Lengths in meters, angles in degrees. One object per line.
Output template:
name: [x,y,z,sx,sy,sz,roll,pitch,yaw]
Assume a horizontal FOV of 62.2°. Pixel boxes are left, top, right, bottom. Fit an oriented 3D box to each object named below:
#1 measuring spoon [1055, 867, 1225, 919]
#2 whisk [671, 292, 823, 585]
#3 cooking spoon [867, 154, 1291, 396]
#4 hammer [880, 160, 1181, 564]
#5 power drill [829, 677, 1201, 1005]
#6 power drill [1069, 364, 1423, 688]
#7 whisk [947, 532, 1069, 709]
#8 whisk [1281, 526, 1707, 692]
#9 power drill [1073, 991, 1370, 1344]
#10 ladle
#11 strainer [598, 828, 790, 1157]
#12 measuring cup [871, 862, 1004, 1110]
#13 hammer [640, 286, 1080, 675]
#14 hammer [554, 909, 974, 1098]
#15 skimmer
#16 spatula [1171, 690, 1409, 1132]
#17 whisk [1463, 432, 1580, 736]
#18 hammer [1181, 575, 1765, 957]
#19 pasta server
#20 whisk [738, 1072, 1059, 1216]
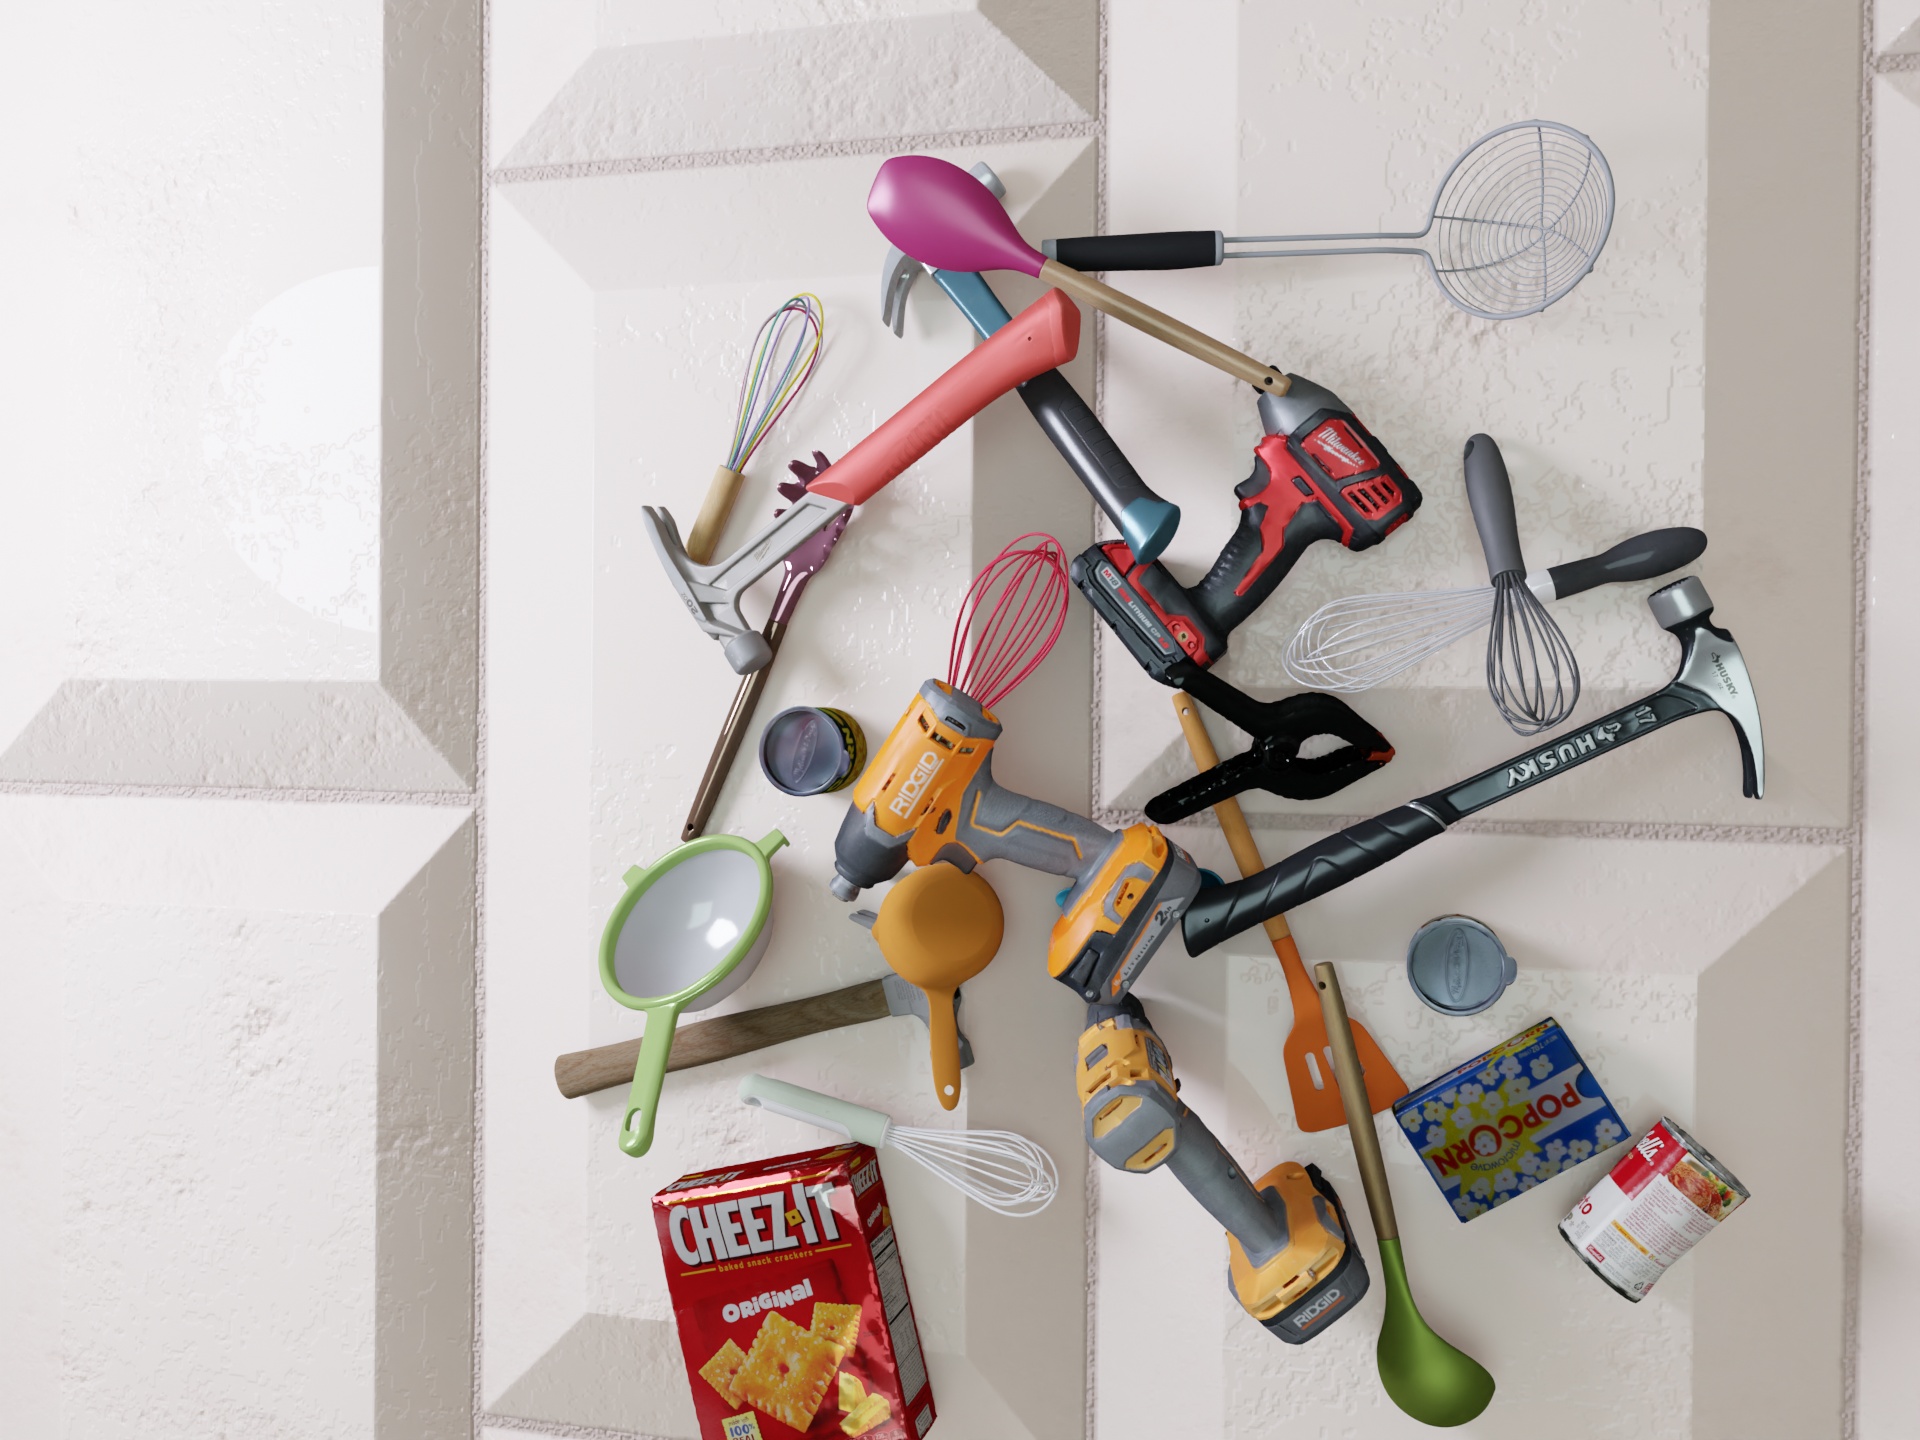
measuring spoon: [0.131,0.127,1.144,0.128,0.021,0.042,-3,91,23]
whisk: [-0.162,-0.208,1.202,0.047,0.051,0.245,26,100,7]
cooking spoon: [0.079,-0.296,1.080,0.319,0.017,0.068,28,112,6]
hammer: [0.051,-0.242,1.110,0.128,0.033,0.331,-38,66,12]
power drill: [0.029,0.097,1.081,0.226,0.084,0.164,33,99,-5]
power drill: [0.189,-0.134,1.097,0.219,0.078,0.143,-39,81,9]
whisk: [-0.002,-0.004,1.131,0.073,0.073,0.295,33,114,12]
whisk: [0.355,-0.080,1.066,0.284,0.070,0.070,-17,86,9]
power drill: [0.163,0.286,1.074,0.084,0.185,0.226,-43,100,11]
ladle: [0.289,0.318,1.073,0.078,0.062,0.320,-16,86,48]
strainer: [-0.194,0.203,1.146,0.151,0.069,0.257,-15,45,24]
measuring cup: [-0.009,0.186,1.127,0.095,0.052,0.174,0,72,-15]
hammer: [-0.068,-0.187,1.121,0.359,0.036,0.149,-35,80,23]
hammer: [-0.160,0.233,1.208,0.331,0.031,0.130,-16,87,14]
skimmer: [0.235,-0.325,1.055,0.363,0.090,0.127,-1,91,5]
spatula: [0.216,0.130,1.118,0.081,0.041,0.323,-23,81,12]
whisk: [0.352,-0.094,1.020,0.055,0.055,0.239,-9,56,14]
hammer: [0.333,0.060,1.063,0.409,0.036,0.149,-27,86,8]
pasta server: [-0.152,-0.050,1.201,0.060,0.040,0.316,26,98,18]
whisk: [-0.047,0.304,1.160,0.246,0.057,0.059,15,53,9]
